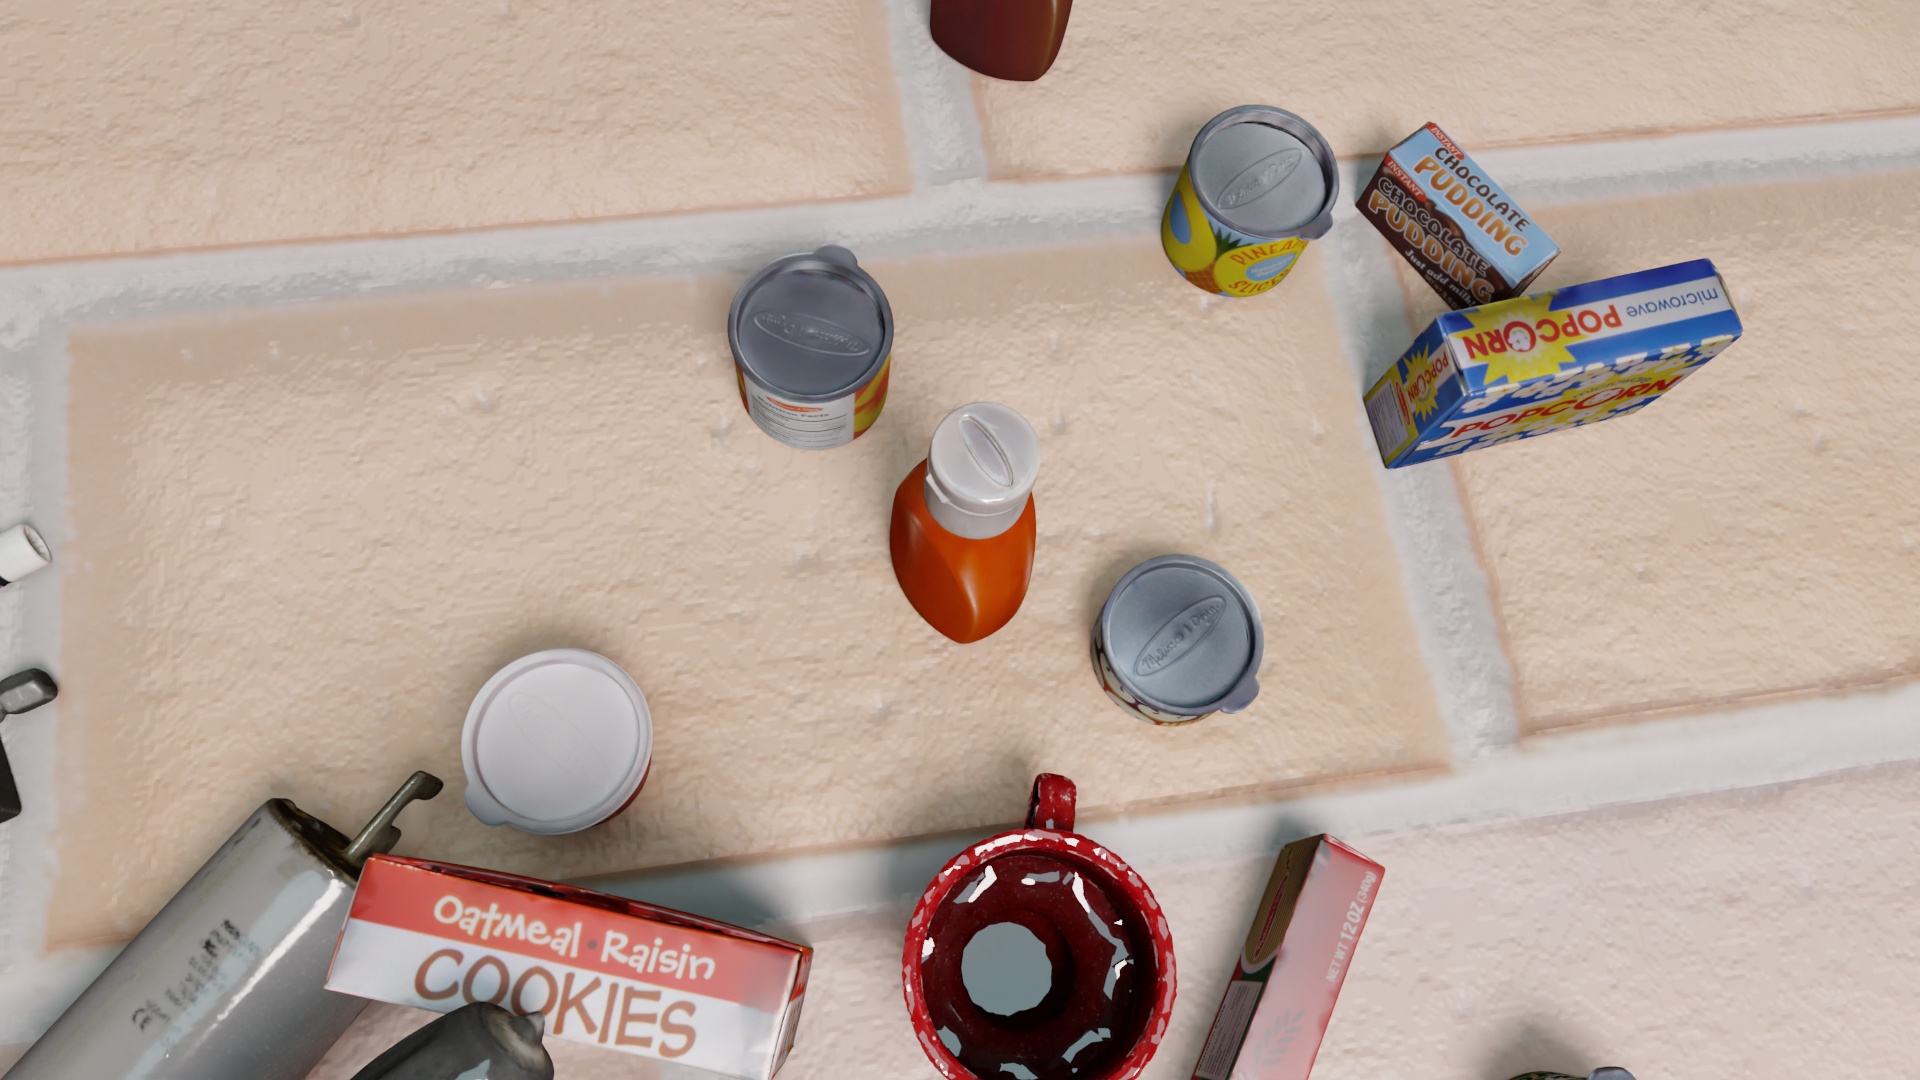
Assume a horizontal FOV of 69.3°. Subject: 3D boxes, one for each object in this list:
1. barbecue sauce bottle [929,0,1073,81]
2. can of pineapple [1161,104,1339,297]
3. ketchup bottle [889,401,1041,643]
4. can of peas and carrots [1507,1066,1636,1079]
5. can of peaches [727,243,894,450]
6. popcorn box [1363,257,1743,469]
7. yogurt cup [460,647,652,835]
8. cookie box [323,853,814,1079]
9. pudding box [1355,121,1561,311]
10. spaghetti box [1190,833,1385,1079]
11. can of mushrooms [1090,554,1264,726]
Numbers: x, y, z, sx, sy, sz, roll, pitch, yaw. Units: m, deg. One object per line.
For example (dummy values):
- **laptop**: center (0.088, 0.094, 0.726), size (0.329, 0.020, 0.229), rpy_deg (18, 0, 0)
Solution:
- **barbecue sauce bottle**: center (0.022, -0.262, 0.598), size (0.065, 0.148, 0.044), rpy_deg (23, 73, 2)
- **can of pineapple**: center (0.128, -0.148, 0.619), size (0.071, 0.057, 0.071), rpy_deg (1, 73, -4)
- **ketchup bottle**: center (0.002, -0.006, 0.516), size (0.043, 0.148, 0.065), rpy_deg (-31, 78, -13)
- **can of peas and carrots**: center (0.229, 0.228, 0.508), size (0.071, 0.058, 0.071), rpy_deg (1, 73, -4)
- **can of peaches**: center (-0.061, -0.079, 0.581), size (0.071, 0.058, 0.071), rpy_deg (1, 73, -4)
- **popcorn box**: center (0.248, -0.073, 0.592), size (0.127, 0.085, 0.038), rpy_deg (-13, 75, -9)
- **yogurt cup**: center (-0.148, 0.079, 0.526), size (0.072, 0.053, 0.072), rpy_deg (1, 73, -4)
- **cookie box**: center (-0.112, 0.137, 0.451), size (0.123, 0.167, 0.040), rpy_deg (12, 72, -1)
- **pudding box**: center (0.224, -0.143, 0.630), size (0.030, 0.049, 0.084), rpy_deg (-37, 79, -14)
- **spaghetti box**: center (0.091, 0.227, 0.501), size (0.029, 0.050, 0.251), rpy_deg (26, 72, 3)
- **can of mushrooms**: center (0.089, 0.043, 0.568), size (0.071, 0.033, 0.071), rpy_deg (1, 72, -4)
